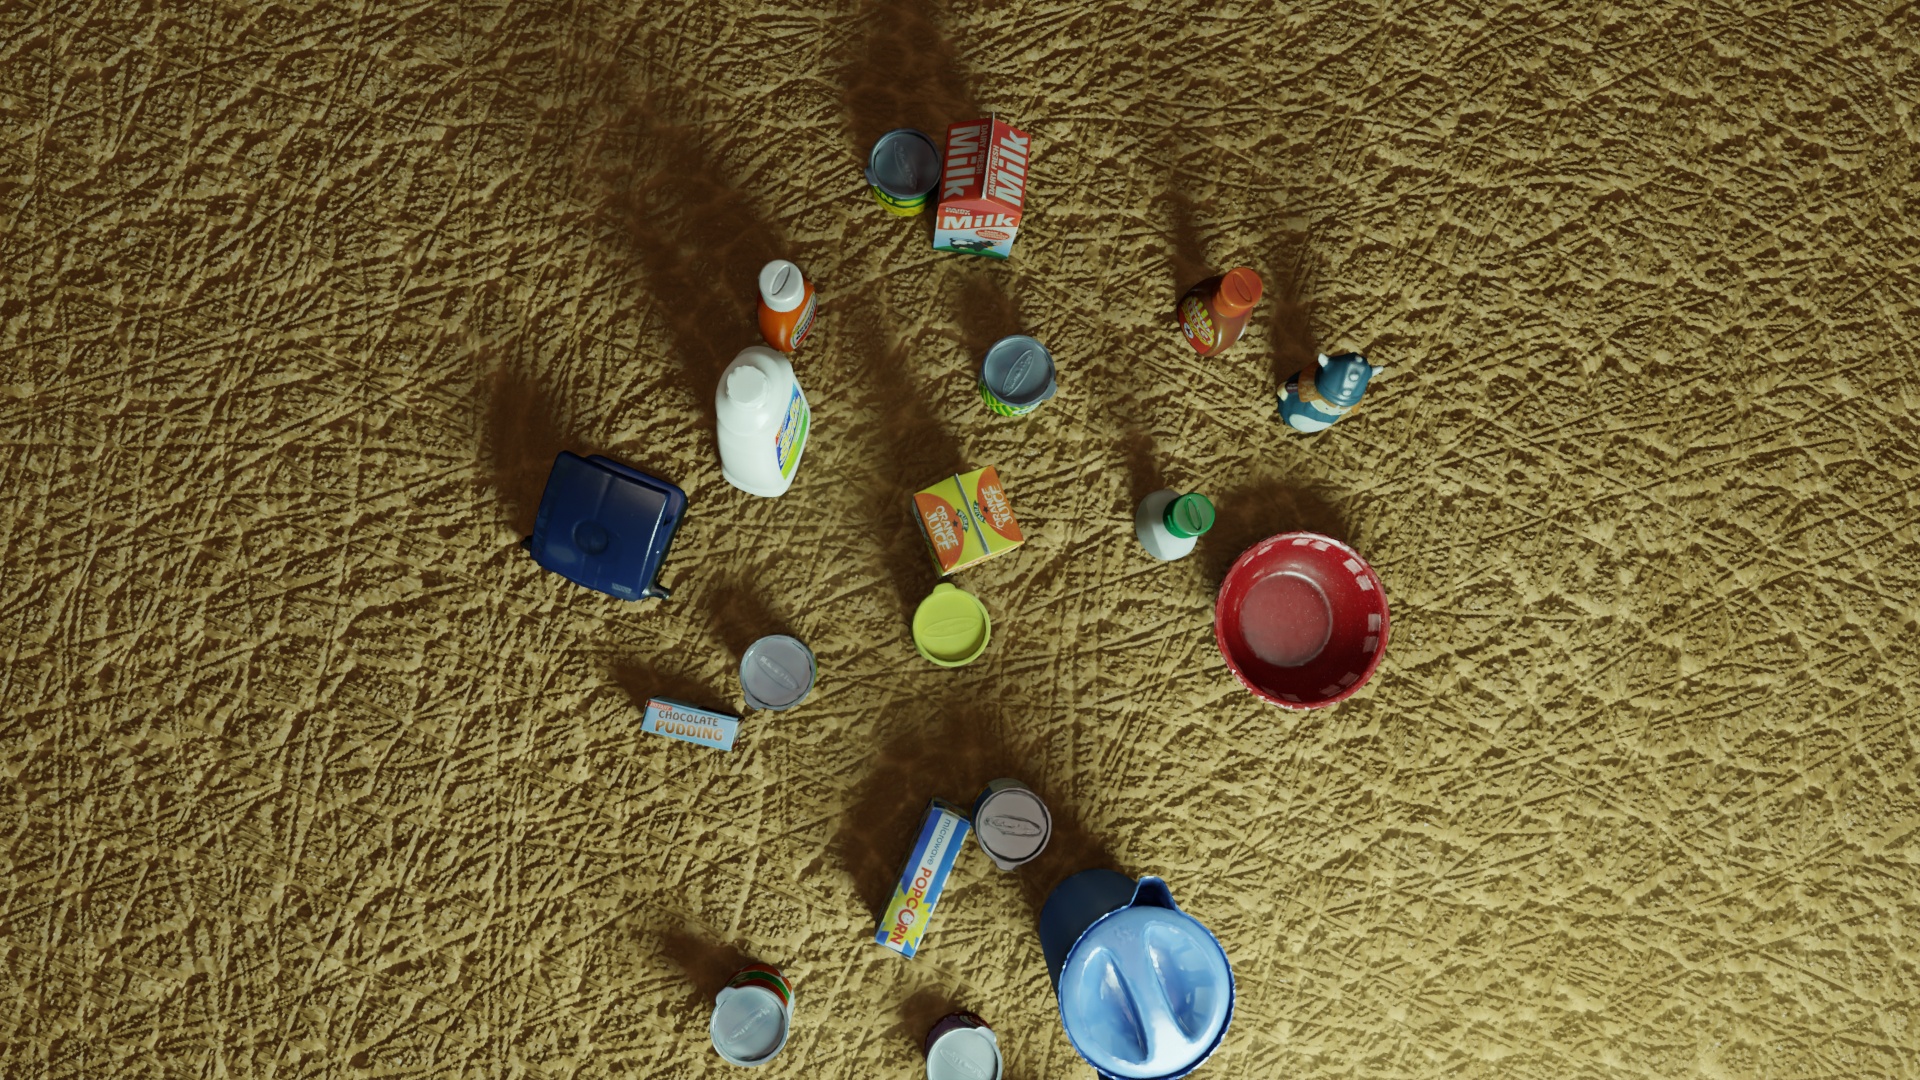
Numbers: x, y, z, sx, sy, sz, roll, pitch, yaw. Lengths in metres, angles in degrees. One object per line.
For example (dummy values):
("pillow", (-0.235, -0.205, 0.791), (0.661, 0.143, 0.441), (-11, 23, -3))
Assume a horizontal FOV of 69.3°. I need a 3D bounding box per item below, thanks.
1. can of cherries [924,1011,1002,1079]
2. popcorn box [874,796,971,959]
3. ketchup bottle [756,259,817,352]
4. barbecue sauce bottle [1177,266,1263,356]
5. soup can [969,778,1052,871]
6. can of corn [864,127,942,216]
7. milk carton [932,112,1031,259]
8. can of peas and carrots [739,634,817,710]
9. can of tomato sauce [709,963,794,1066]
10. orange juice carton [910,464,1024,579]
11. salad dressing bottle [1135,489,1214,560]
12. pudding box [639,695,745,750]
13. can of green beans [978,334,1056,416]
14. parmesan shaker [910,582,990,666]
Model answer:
("can of cherries", (0.004, 0.452, 1.220), (0.071, 0.058, 0.071), (0, 86, -3))
("popcorn box", (-0.033, 0.292, 1.217), (0.038, 0.085, 0.127), (24, 85, -1))
("ketchup bottle", (-0.154, -0.210, 1.218), (0.043, 0.148, 0.065), (26, 85, -1))
("barbecue sauce bottle", (0.234, -0.209, 1.242), (0.044, 0.148, 0.065), (-27, 88, -5))
("soup can", (0.042, 0.249, 1.226), (0.071, 0.083, 0.071), (0, 86, -3))
("can of corn", (-0.054, -0.338, 1.280), (0.071, 0.058, 0.071), (0, 86, -3))
("milk carton", (0.018, -0.308, 1.216), (0.073, 0.190, 0.072), (7, 86, -3))
("can of peas and carrots", (-0.163, 0.119, 1.237), (0.071, 0.058, 0.071), (0, 86, -3))
("can of tomato sauce", (-0.180, 0.407, 1.200), (0.071, 0.083, 0.071), (0, 86, -3))
("orange juice carton", (0.004, -0.015, 1.190), (0.073, 0.192, 0.072), (-21, 88, -5))
("salad dressing bottle", (0.189, -0.016, 1.225), (0.044, 0.147, 0.064), (-16, 87, -4))
("pudding box", (-0.237, 0.162, 1.233), (0.084, 0.049, 0.030), (14, 85, -2))
("can of green beans", (0.050, -0.150, 1.272), (0.071, 0.058, 0.071), (0, 86, -3))
("parmesan shaker", (-0.011, 0.074, 1.227), (0.071, 0.103, 0.071), (0, 86, -3))
